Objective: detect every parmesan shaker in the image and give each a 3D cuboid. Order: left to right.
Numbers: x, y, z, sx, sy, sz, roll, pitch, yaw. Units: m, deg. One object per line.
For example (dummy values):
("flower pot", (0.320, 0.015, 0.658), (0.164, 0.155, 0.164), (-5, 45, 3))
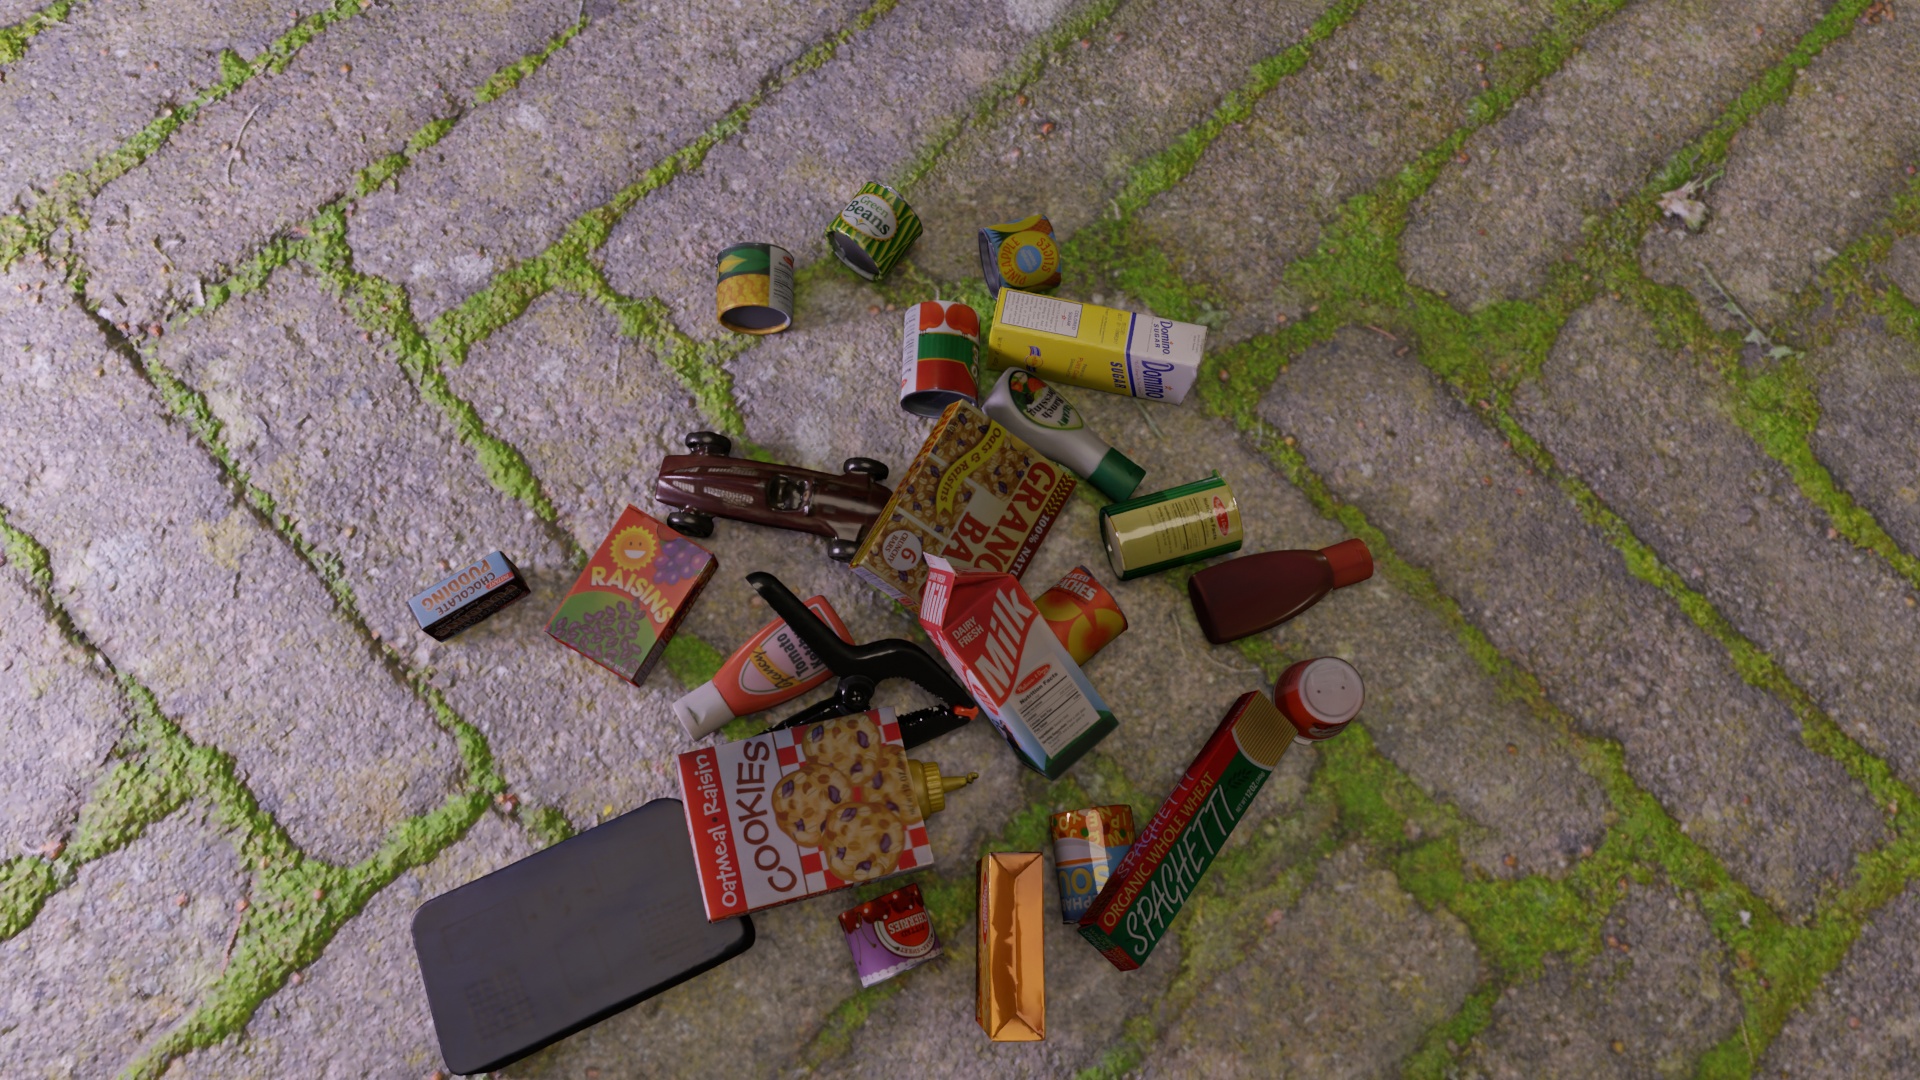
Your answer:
("parmesan shaker", (0.173, -0.013, 1.153), (0.103, 0.071, 0.071), (-15, 76, -6))

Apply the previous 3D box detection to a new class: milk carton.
("milk carton", (0.033, 0.087, 1.083), (0.073, 0.072, 0.190), (-38, 102, -11))

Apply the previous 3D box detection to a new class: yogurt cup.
("yogurt cup", (0.293, 0.125, 1.126), (0.072, 0.053, 0.072), (1, 74, -2))

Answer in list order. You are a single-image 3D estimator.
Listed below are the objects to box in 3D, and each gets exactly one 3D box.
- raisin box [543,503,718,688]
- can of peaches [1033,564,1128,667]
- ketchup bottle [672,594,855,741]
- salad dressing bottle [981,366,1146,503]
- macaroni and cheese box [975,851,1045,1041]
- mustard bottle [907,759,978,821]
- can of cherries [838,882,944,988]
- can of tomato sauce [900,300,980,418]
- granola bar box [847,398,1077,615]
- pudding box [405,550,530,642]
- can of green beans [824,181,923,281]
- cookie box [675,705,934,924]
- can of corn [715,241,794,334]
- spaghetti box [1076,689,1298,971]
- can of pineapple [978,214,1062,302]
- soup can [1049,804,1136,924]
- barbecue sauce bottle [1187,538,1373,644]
("raisin box", (-0.267, 0.045, 1.133), (0.086, 0.040, 0.124), (29, 74, 7))
("can of peaches", (0.092, 0.062, 1.127), (0.058, 0.071, 0.071), (-38, 79, -11))
("ketchup bottle", (-0.158, 0.107, 1.117), (0.149, 0.043, 0.065), (-32, 87, -10))
("salad dressing bottle", (0.089, -0.087, 1.180), (0.148, 0.043, 0.064), (37, 44, 2))
("macaroni and cheese box", (0.035, 0.293, 1.009), (0.040, 0.166, 0.124), (1, 75, -2))
("mustard bottle", (-0.064, 0.203, 1.091), (0.160, 0.048, 0.065), (-9, 76, -6))
("can of cherries", (-0.051, 0.298, 1.053), (0.071, 0.071, 0.058), (-20, 75, -8))
("can of tomato sauce", (-0.015, -0.154, 1.186), (0.071, 0.071, 0.083), (2, 74, -2))
("granola bar box", (0.004, -0.014, 1.141), (0.124, 0.039, 0.166), (35, 75, -14))
("pudding box", (-0.397, 0.046, 1.121), (0.084, 0.049, 0.030), (-30, 76, -11))
("can of green beans", (-0.076, -0.270, 1.216), (0.071, 0.071, 0.058), (37, 76, 8))
("cookie box", (-0.117, 0.203, 1.033), (0.168, 0.040, 0.123), (-11, 71, -13))
("can of corn", (-0.179, -0.216, 1.198), (0.071, 0.071, 0.058), (-1, 75, -3))
("spaghetti box", (0.178, 0.218, 1.066), (0.050, 0.028, 0.251), (46, 59, -4))
("can of pineapple", (0.052, -0.247, 1.214), (0.058, 0.071, 0.071), (-15, 76, -6))
("soup can", (0.104, 0.251, 1.074), (0.071, 0.071, 0.084), (-7, 74, -4))
("barbecue sauce bottle", (0.268, 0.036, 1.156), (0.149, 0.043, 0.065), (-17, 76, -8))
